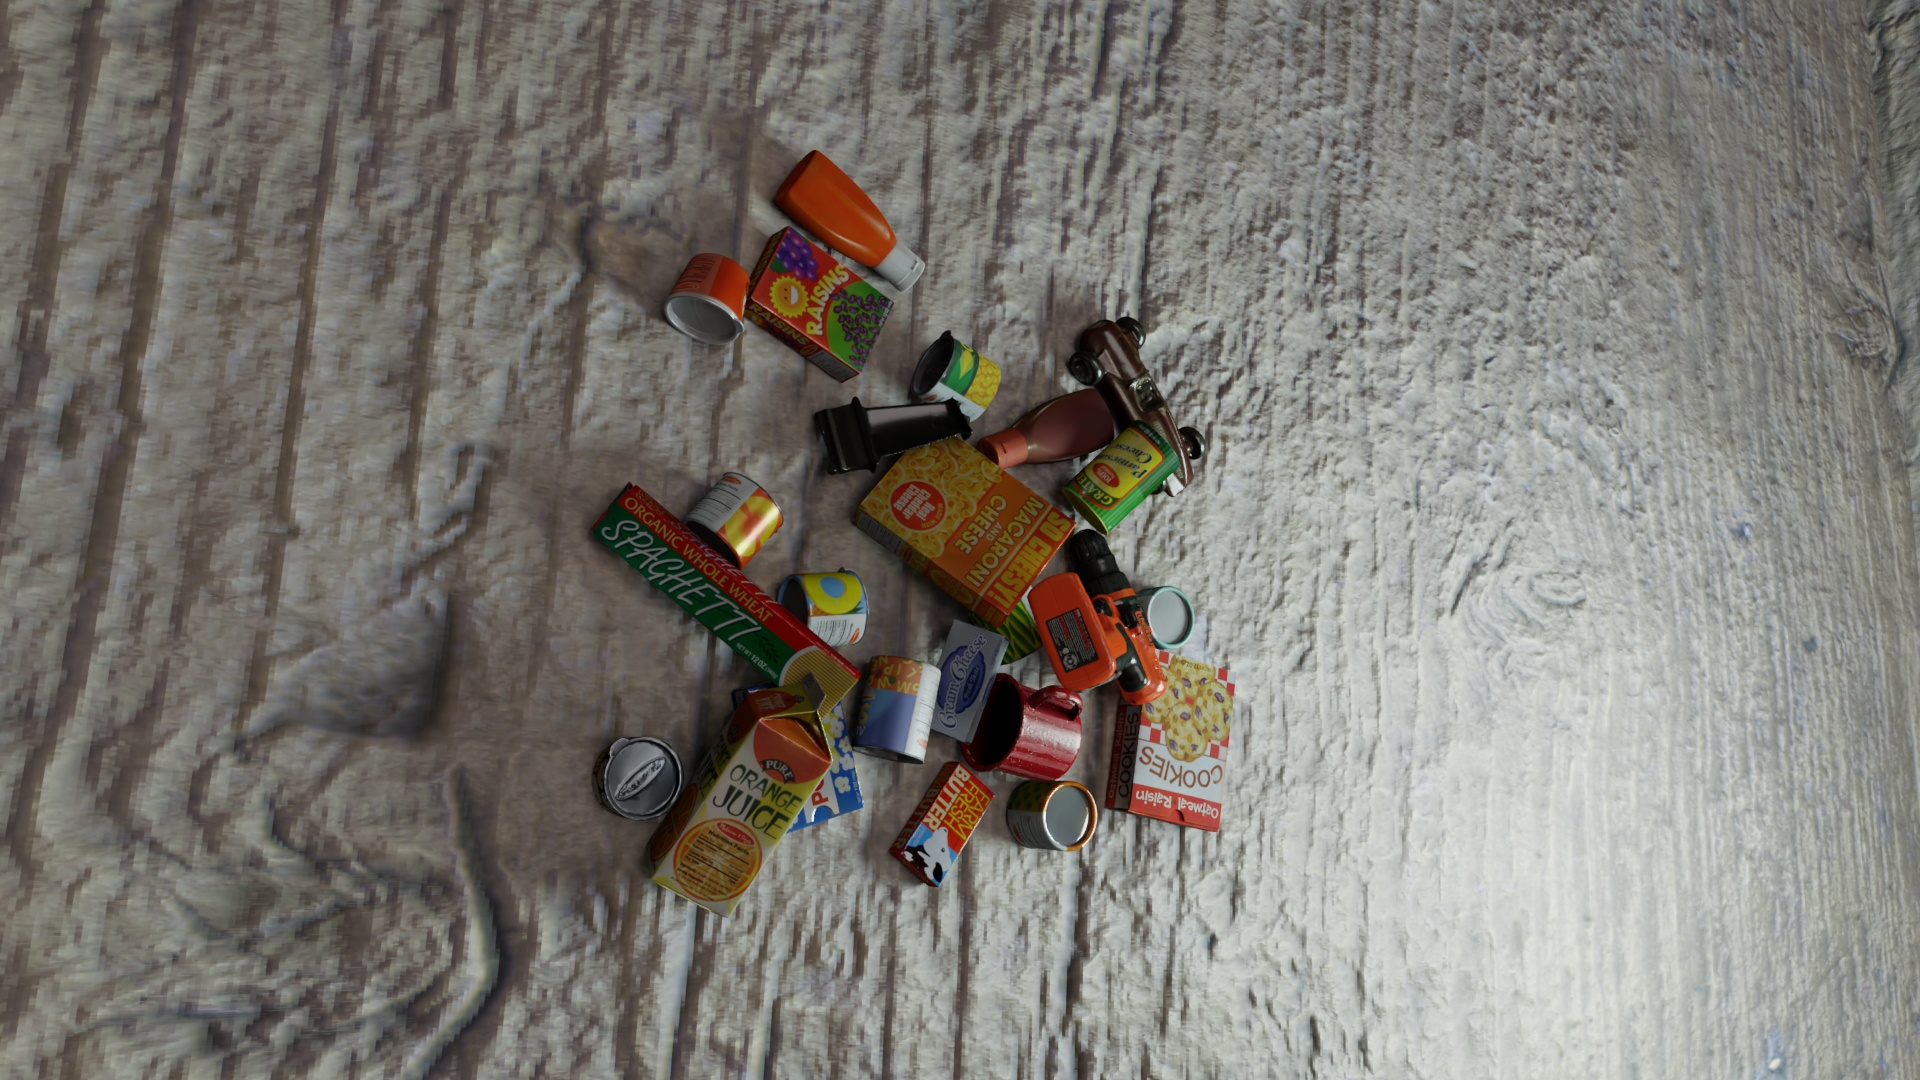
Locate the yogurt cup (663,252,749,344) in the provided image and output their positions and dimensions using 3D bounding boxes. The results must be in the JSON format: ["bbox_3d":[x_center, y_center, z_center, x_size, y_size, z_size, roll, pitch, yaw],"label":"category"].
[{"bbox_3d":[-0.215,-0.210,1.195,0.072,0.072,0.054,29,60,-26],"label":"yogurt cup"}]

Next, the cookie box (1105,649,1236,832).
[{"bbox_3d":[0.217,0.203,1.420,0.123,0.040,0.168,18,73,-30],"label":"cookie box"}]

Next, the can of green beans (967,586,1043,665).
[{"bbox_3d":[0.048,0.076,1.316,0.071,0.071,0.057,-36,102,-32],"label":"can of green beans"}]

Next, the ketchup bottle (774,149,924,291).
[{"bbox_3d":[-0.099,-0.293,1.295,0.148,0.043,0.065,38,65,-22],"label":"ketchup bottle"}]

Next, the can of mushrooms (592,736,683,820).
[{"bbox_3d":[-0.261,0.189,1.116,0.071,0.033,0.071,5,80,-32],"label":"can of mushrooms"}]

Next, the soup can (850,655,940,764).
[{"bbox_3d":[-0.060,0.150,1.236,0.071,0.071,0.084,21,71,-29],"label":"soup can"}]

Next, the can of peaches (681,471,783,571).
[{"bbox_3d":[-0.192,-0.013,1.175,0.071,0.071,0.058,48,60,-17],"label":"can of peaches"}]

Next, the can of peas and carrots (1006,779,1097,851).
[{"bbox_3d":[0.088,0.258,1.316,0.071,0.058,0.071,6,80,-33],"label":"can of peas and carrots"}]

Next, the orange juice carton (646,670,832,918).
[{"bbox_3d":[-0.166,0.194,1.109,0.073,0.072,0.192,34,89,-18],"label":"orange juice carton"}]

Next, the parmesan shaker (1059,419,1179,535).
[{"bbox_3d":[0.159,-0.066,1.392,0.103,0.071,0.071,-43,107,-6],"label":"parmesan shaker"}]

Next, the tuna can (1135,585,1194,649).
[{"bbox_3d":[0.210,0.081,1.440,0.071,0.032,0.071,6,79,-32],"label":"tuna can"}]

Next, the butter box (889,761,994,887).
[{"bbox_3d":[-0.016,0.258,1.269,0.053,0.024,0.104,45,62,-20],"label":"butter box"}]

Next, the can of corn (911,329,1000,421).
[{"bbox_3d":[-0.003,-0.155,1.320,0.058,0.071,0.071,29,68,-27],"label":"can of corn"}]

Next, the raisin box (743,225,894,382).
[{"bbox_3d":[-0.132,-0.214,1.264,0.123,0.040,0.086,33,66,-26],"label":"raisin box"}]

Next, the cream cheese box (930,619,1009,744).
[{"bbox_3d":[0.001,0.129,1.274,0.053,0.024,0.104,18,82,17],"label":"cream cheese box"}]

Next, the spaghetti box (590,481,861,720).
[{"bbox_3d":[-0.193,0.051,1.147,0.250,0.029,0.050,41,97,-8],"label":"spaghetti box"}]

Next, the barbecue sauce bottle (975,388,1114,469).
[{"bbox_3d":[0.084,-0.104,1.382,0.149,0.043,0.065,-21,89,-33],"label":"barbecue sauce bottle"}]

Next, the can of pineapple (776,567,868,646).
[{"bbox_3d":[-0.121,0.059,1.210,0.058,0.071,0.071,-2,83,-33],"label":"can of pineapple"}]

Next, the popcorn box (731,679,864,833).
[{"bbox_3d":[-0.140,0.179,1.194,0.085,0.038,0.126,-12,88,-35],"label":"popcorn box"}]

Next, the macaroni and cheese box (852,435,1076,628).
[{"bbox_3d":[0.005,-0.016,1.280,0.166,0.040,0.124,36,62,5],"label":"macaroni and cheese box"}]
